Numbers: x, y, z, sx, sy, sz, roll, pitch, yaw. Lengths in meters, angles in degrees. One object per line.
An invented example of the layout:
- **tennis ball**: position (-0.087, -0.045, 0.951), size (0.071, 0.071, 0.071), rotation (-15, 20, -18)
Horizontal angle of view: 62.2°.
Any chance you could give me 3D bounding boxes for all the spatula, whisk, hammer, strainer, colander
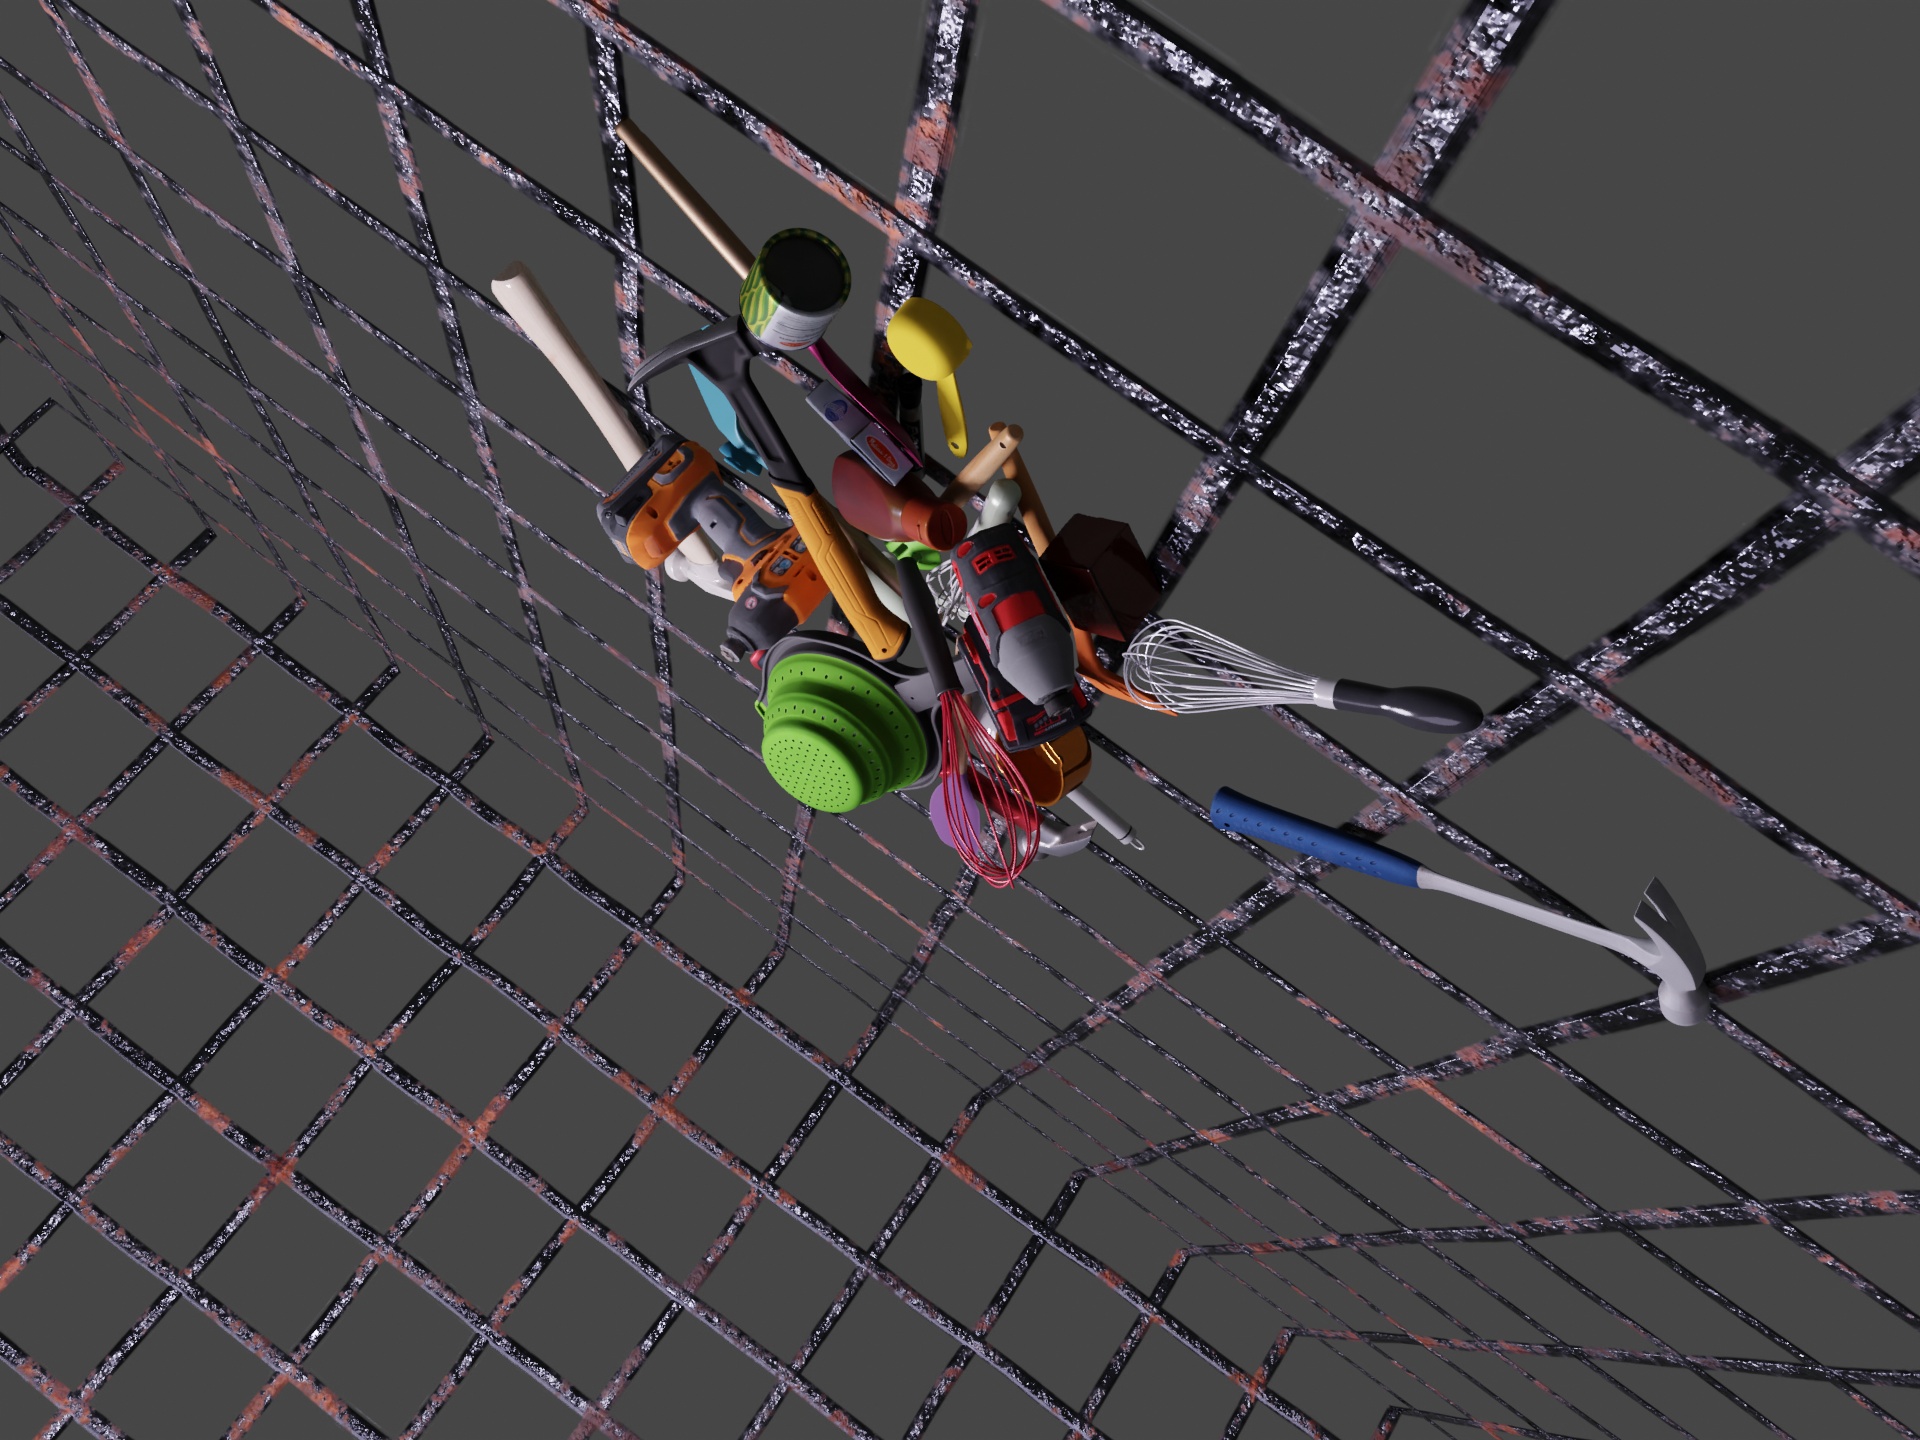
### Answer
- **spatula**: position (0.088, -0.107, 1.236), size (0.081, 0.041, 0.322), rotation (20, 149, 41)
- **whisk**: position (-0.002, -0.004, 1.260), size (0.073, 0.073, 0.296), rotation (95, 158, -66)
- **whisk**: position (0.012, -0.131, 1.242), size (0.059, 0.058, 0.246), rotation (30, 161, 0)
- **hammer**: position (-0.315, -0.265, 1.532), size (0.146, 0.038, 0.410), rotation (19, 152, 37)
- **whisk**: position (0.234, -0.026, 1.129), size (0.285, 0.070, 0.070), rotation (12, 148, 40)
- **strainer**: position (0.088, 0.049, 1.542), size (0.258, 0.050, 0.087), rotation (40, 145, -16)
- **hammer**: position (-0.037, 0.024, 1.603), size (0.386, 0.038, 0.143), rotation (33, 156, -13)
- **spatula**: position (-0.122, -0.198, 1.349), size (0.317, 0.044, 0.082), rotation (44, 160, -17)
- **spatula**: position (-0.003, 0.030, 1.537), size (0.060, 0.018, 0.315), rotation (25, 143, 18)
- **colander**: position (-0.068, 0.001, 1.457), size (0.397, 0.094, 0.204), rotation (-19, 118, 46)
- **hammer**: position (-0.135, -0.174, 1.304), size (0.127, 0.034, 0.336), rotation (-17, 128, 17)
- **hammer**: position (0.369, 0.121, 1.238), size (0.406, 0.035, 0.143), rotation (19, 153, 41)

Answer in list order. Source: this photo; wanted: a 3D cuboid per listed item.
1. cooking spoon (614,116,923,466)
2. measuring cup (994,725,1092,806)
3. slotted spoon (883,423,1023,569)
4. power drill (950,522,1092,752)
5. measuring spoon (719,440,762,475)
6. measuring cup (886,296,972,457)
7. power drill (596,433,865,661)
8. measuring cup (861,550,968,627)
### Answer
- **cooking spoon**: position (-0.132, -0.303, 1.143), size (0.318, 0.017, 0.069), rotation (47, -177, -12)
- **measuring cup**: position (0.064, -0.010, 1.455), size (0.095, 0.052, 0.173), rotation (-7, 107, 54)
- **slotted spoon**: position (-0.009, -0.170, 1.223), size (0.070, 0.031, 0.314), rotation (44, 161, -6)
- **power drill**: position (0.048, -0.052, 1.213), size (0.219, 0.078, 0.143), rotation (74, 171, -77)
- **measuring spoon**: position (-0.186, -0.227, 1.364), size (0.042, 0.021, 0.129), rotation (33, -174, -11)
- **measuring cup**: position (-0.017, -0.232, 1.125), size (0.062, 0.029, 0.156), rotation (28, 156, 24)
- **power drill**: position (-0.217, -0.153, 1.433), size (0.227, 0.164, 0.084), rotation (29, 161, 25)
- **measuring cup**: position (-0.031, -0.097, 1.420), size (0.168, 0.038, 0.083), rotation (26, 157, 30)
